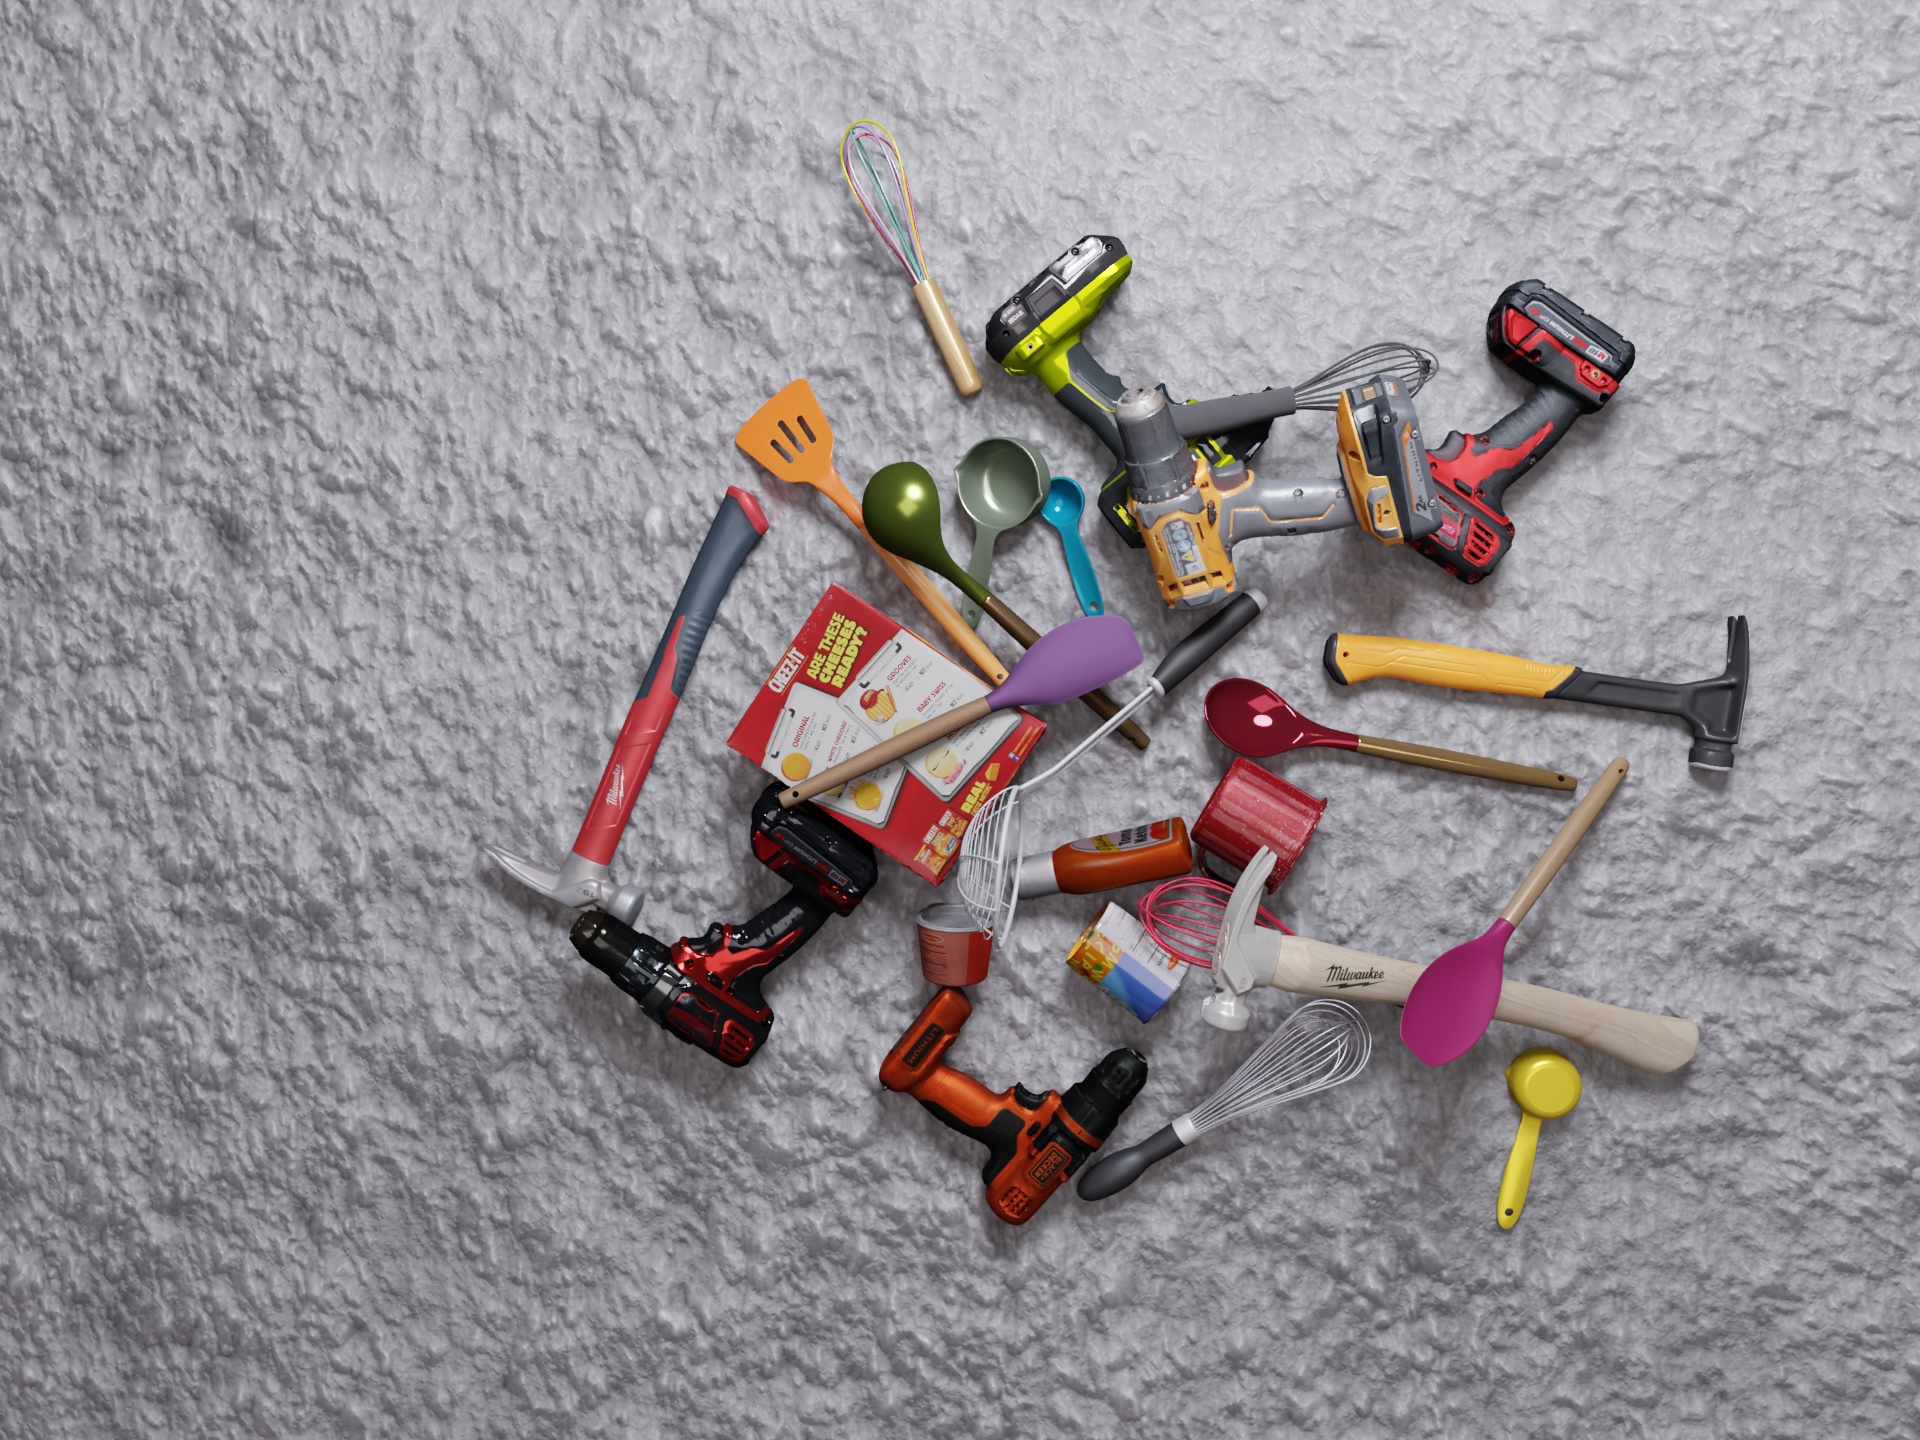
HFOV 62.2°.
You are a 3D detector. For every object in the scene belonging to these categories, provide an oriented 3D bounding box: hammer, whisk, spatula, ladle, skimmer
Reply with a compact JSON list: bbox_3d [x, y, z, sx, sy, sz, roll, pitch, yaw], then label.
[{"bbox_3d":[0.469,-0.043,1.304,0.337,0.034,0.127,7,93,4],"label":"hammer"},{"bbox_3d":[0.283,0.195,1.306,0.295,0.073,0.073,19,94,-7],"label":"whisk"},{"bbox_3d":[-0.063,-0.149,1.346,0.081,0.041,0.322,-41,91,6],"label":"spatula"},{"bbox_3d":[0.044,-0.090,1.317,0.320,0.062,0.078,41,136,-12],"label":"ladle"},{"bbox_3d":[0.354,0.022,1.318,0.315,0.031,0.069,11,67,1],"label":"ladle"},{"bbox_3d":[-0.274,-0.025,1.363,0.143,0.038,0.386,24,94,5],"label":"hammer"},{"bbox_3d":[-0.038,-0.387,1.329,0.047,0.051,0.245,-25,93,-1],"label":"whisk"},{"bbox_3d":[0.133,0.032,1.282,0.363,0.127,0.090,-40,68,-11],"label":"skimmer"},{"bbox_3d":[0.402,0.209,1.271,0.410,0.038,0.146,12,100,-10],"label":"hammer"},{"bbox_3d":[0.259,-0.255,1.256,0.239,0.055,0.055,-13,91,1],"label":"whisk"},{"bbox_3d":[-0.002,-0.004,1.280,0.316,0.018,0.060,-26,82,-4],"label":"spatula"},{"bbox_3d":[0.217,0.326,1.329,0.284,0.070,0.070,-35,89,10],"label":"whisk"}]

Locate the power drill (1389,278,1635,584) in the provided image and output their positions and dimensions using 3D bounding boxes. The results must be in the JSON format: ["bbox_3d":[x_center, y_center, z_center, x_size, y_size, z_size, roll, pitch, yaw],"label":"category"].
[{"bbox_3d":[0.422,-0.235,1.283,0.143,0.078,0.219,35,97,3],"label":"power drill"}]

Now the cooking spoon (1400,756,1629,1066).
[{"bbox_3d":[0.445,0.143,1.257,0.068,0.017,0.319,45,70,-5],"label":"cooking spoon"}]

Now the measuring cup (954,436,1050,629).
[{"bbox_3d":[0.030,-0.157,1.338,0.083,0.038,0.167,21,113,22],"label":"measuring cup"}]

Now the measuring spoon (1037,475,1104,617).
[{"bbox_3d":[0.101,-0.145,1.341,0.042,0.021,0.128,-12,101,31],"label":"measuring spoon"}]

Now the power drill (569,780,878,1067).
[{"bbox_3d":[-0.197,0.160,1.330,0.187,0.080,0.226,37,97,-12],"label":"power drill"}]

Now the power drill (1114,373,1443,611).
[{"bbox_3d":[0.238,-0.195,1.224,0.226,0.084,0.185,-15,120,16],"label":"power drill"}]

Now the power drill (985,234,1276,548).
[{"bbox_3d":[0.141,-0.278,1.304,0.171,0.080,0.223,-39,93,6],"label":"power drill"}]

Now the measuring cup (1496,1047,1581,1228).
[{"bbox_3d":[0.474,0.350,1.320,0.062,0.029,0.156,14,91,4],"label":"measuring cup"}]
